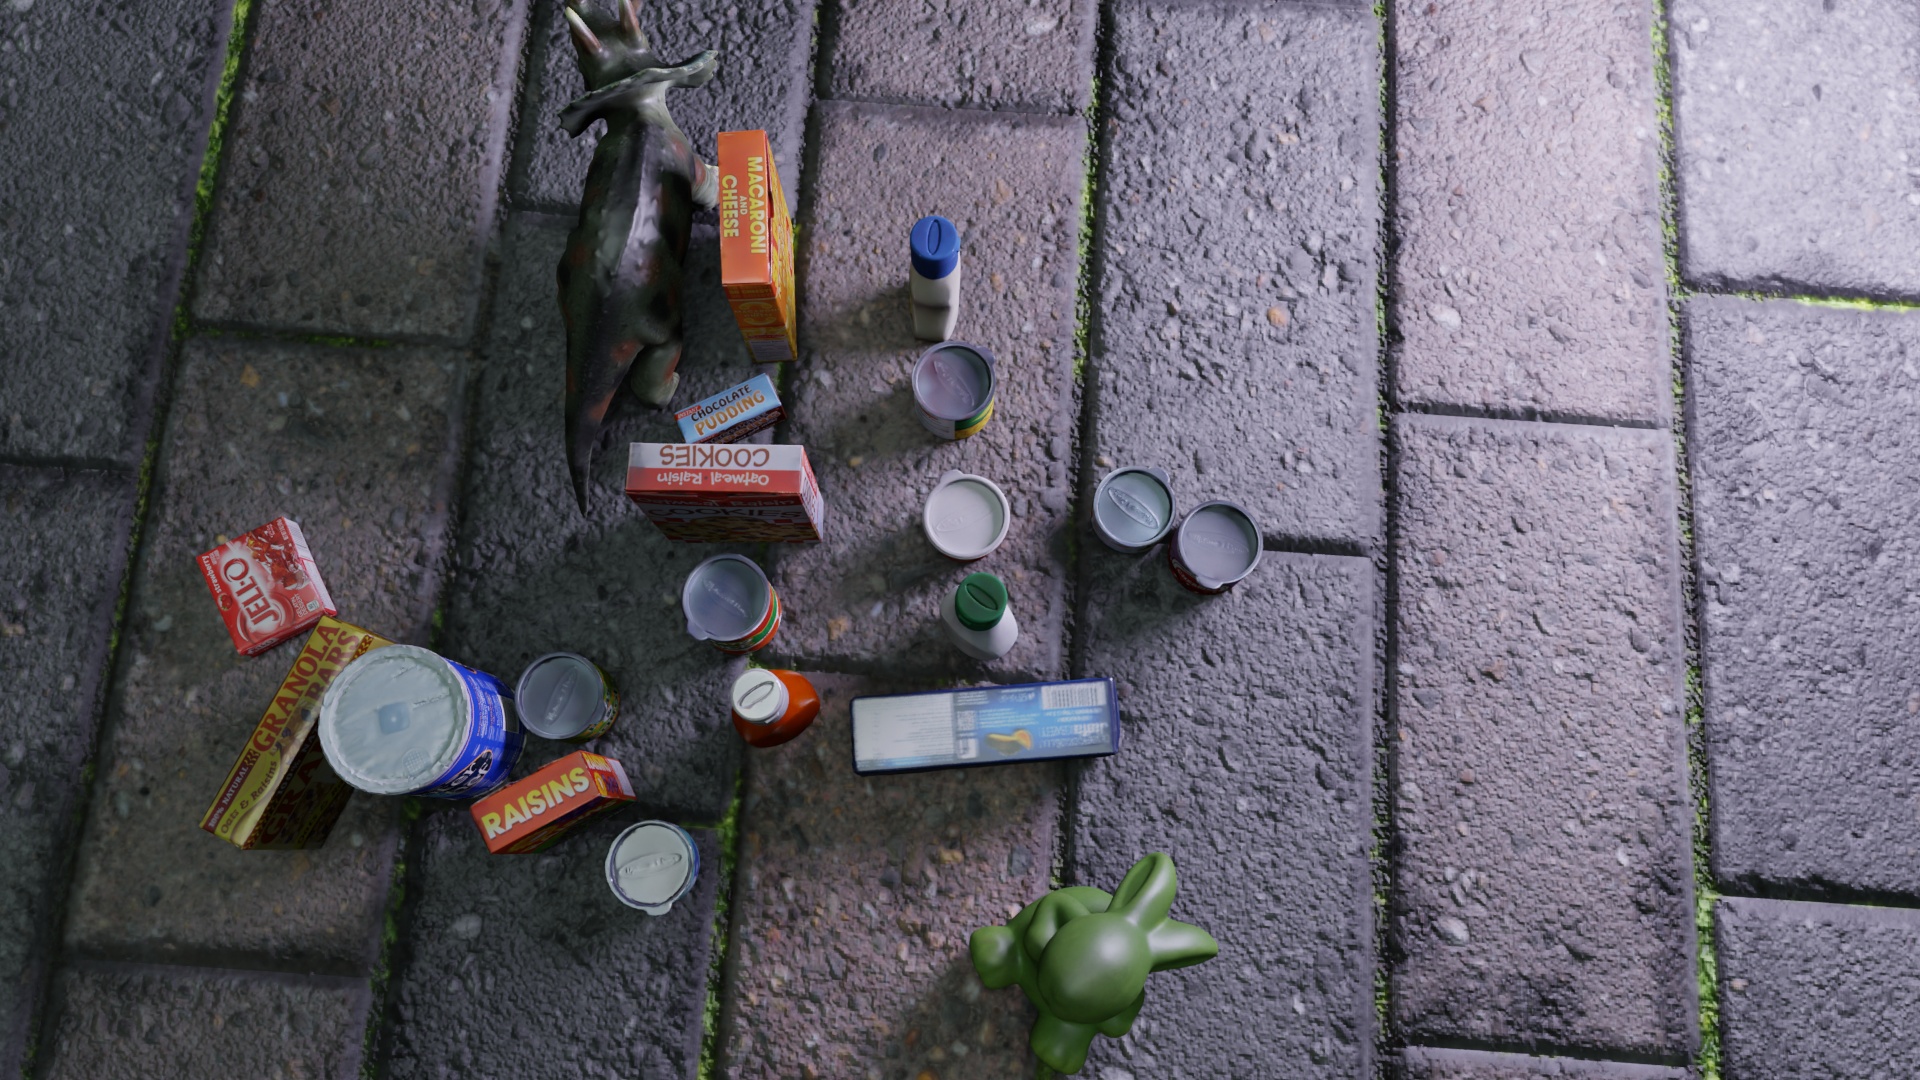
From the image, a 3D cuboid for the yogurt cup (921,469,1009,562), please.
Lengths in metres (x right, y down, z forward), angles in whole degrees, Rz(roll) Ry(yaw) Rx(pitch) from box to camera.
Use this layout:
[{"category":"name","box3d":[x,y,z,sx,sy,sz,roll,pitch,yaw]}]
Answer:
[{"category":"yogurt cup","box3d":[0.004,-0.014,1.099,0.072,0.054,0.072,0,78,-1]}]

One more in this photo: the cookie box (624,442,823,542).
[{"category":"cookie box","box3d":[-0.171,-0.032,1.043,0.123,0.167,0.040,0,78,-1]}]

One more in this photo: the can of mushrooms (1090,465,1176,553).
[{"category":"can of mushrooms","box3d":[0.140,-0.026,1.114,0.071,0.033,0.071,0,77,-1]}]

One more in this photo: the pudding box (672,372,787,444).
[{"category":"pudding box","box3d":[-0.185,-0.100,1.118,0.084,0.049,0.030,-25,79,-6]}]

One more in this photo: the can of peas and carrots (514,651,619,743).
[{"category":"can of peas and carrots","box3d":[-0.297,0.122,1.061,0.071,0.058,0.071,0,78,-1]}]

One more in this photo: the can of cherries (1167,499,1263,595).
[{"category":"can of cherries","box3d":[0.198,0.009,1.095,0.071,0.058,0.071,0,78,-1]}]

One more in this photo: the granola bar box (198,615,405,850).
[{"category":"granola bar box","box3d":[-0.470,0.143,1.021,0.039,0.124,0.166,25,78,5]}]

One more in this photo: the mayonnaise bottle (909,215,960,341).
[{"category":"mayonnaise bottle","box3d":[-0.021,-0.209,1.095,0.041,0.147,0.065,5,78,0]}]

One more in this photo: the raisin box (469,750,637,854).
[{"category":"raisin box","box3d":[-0.293,0.192,1.013,0.086,0.123,0.040,-27,80,-6]}]

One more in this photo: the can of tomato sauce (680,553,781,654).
[{"category":"can of tomato sauce","box3d":[-0.175,0.052,1.067,0.071,0.083,0.071,0,78,-1]}]

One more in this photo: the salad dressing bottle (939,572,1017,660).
[{"category":"salad dressing bottle","box3d":[0.014,0.055,1.036,0.064,0.147,0.044,39,80,7]}]

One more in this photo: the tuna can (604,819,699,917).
[{"category":"tuna can","box3d":[-0.231,0.247,1.047,0.071,0.032,0.071,0,77,-1]}]

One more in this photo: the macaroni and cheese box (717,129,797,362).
[{"category":"macaroni and cheese box","box3d":[-0.157,-0.225,1.087,0.040,0.166,0.124,-4,78,-1]}]

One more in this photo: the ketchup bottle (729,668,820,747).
[{"category":"ketchup bottle","box3d":[-0.139,0.121,1.018,0.065,0.148,0.043,-34,80,-7]}]

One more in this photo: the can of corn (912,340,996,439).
[{"category":"can of corn","box3d":[-0.003,-0.122,1.121,0.071,0.058,0.071,0,78,-1]}]
